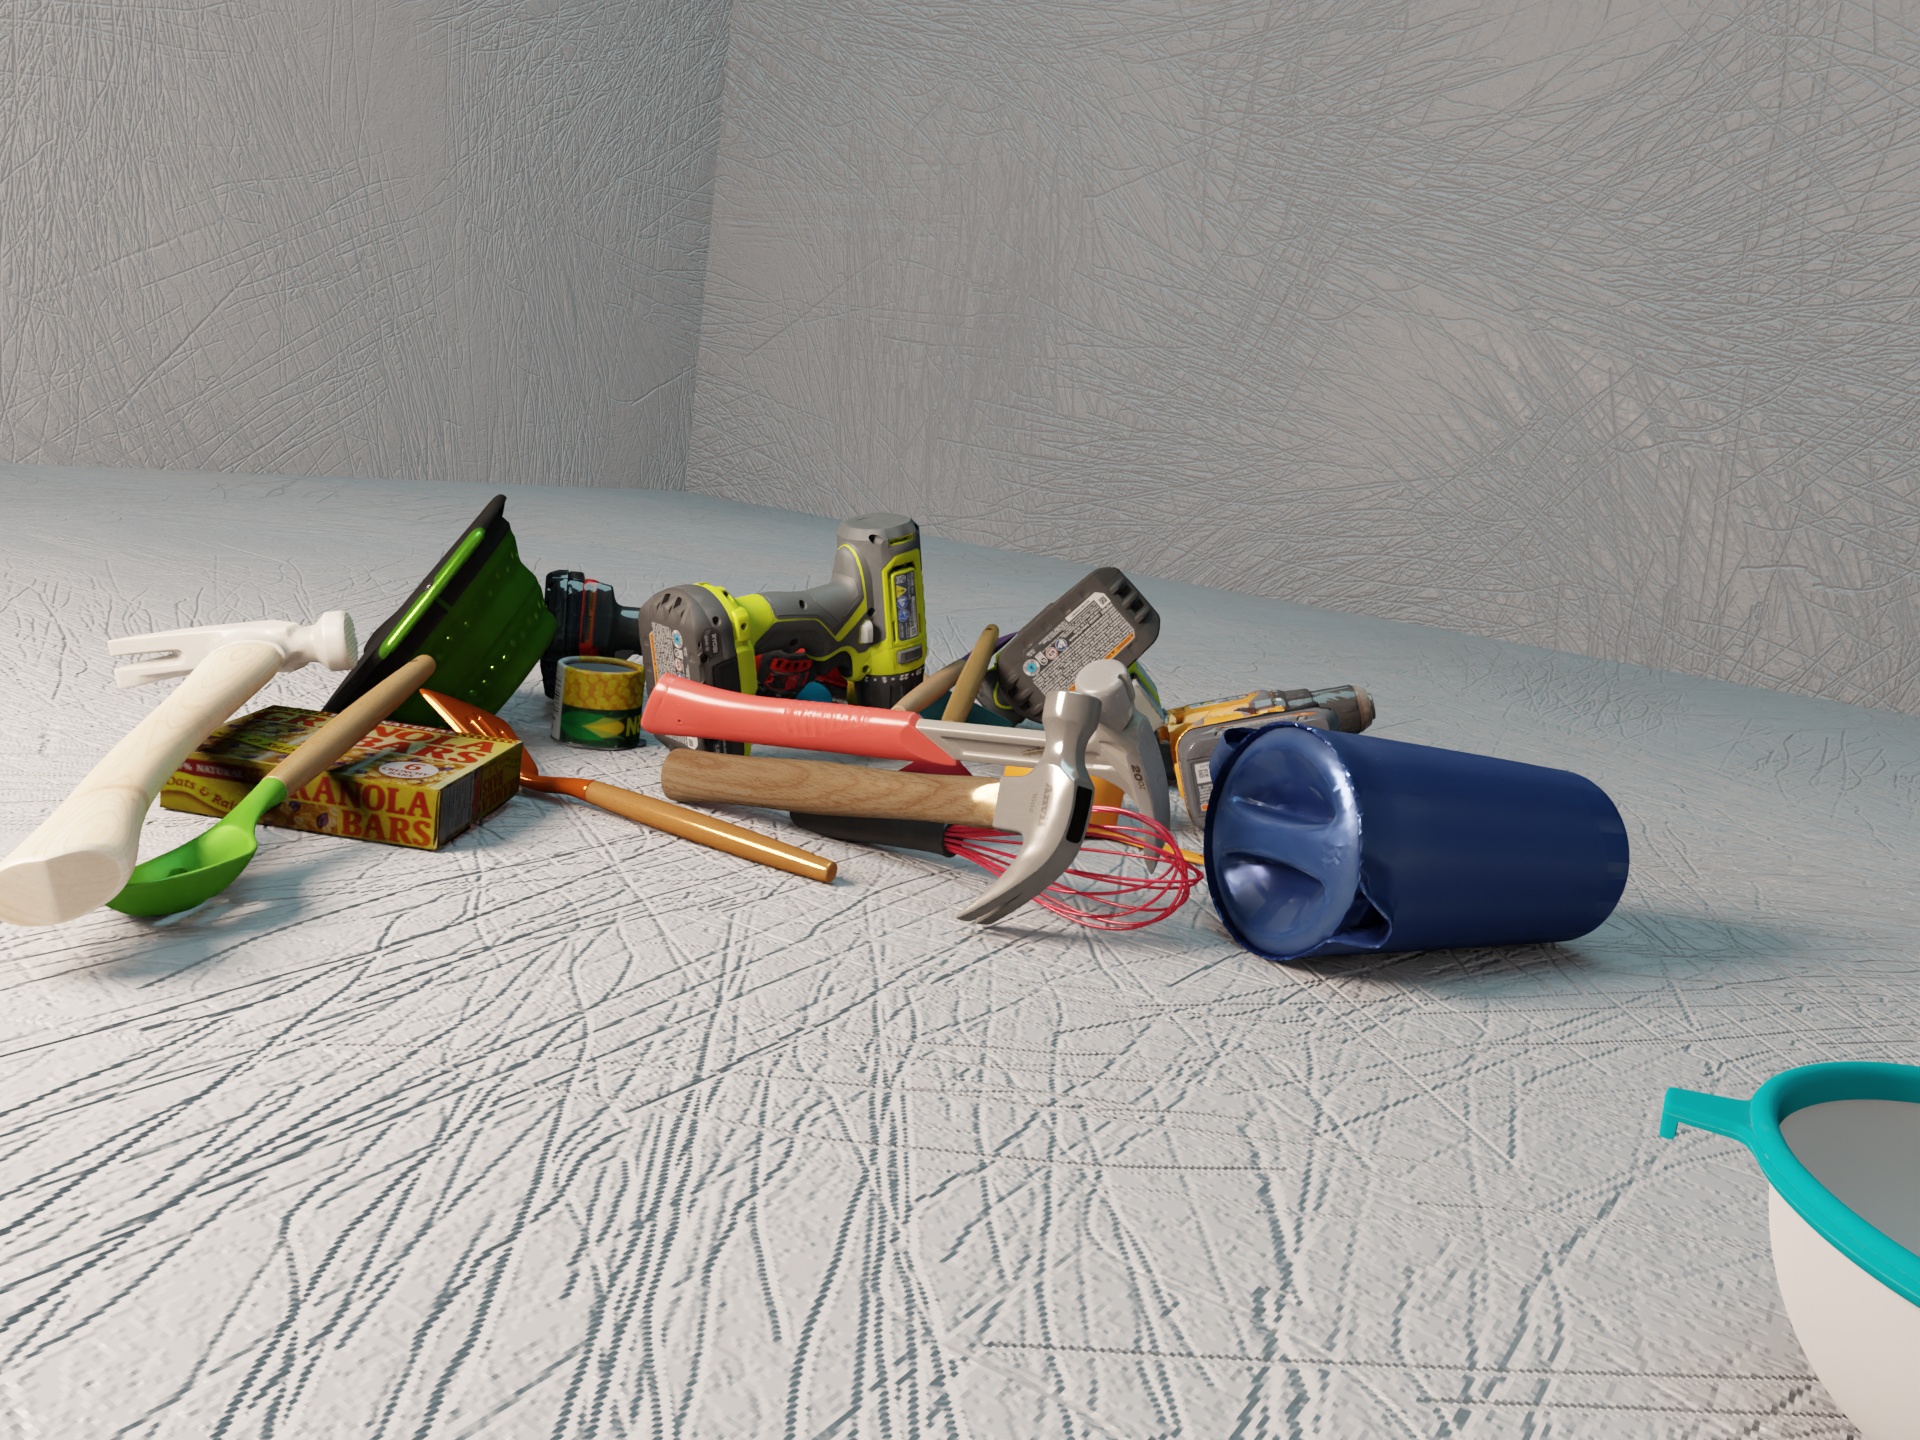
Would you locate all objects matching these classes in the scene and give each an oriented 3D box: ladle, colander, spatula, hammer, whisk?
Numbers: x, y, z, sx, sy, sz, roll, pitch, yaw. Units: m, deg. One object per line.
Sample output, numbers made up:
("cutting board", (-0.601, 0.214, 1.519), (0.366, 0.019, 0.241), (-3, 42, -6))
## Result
("ladle", (-0.002, -0.004, 1.153), (0.069, 0.031, 0.316), (0, 27, 11))
("colander", (-0.392, -0.052, 1.212), (0.094, 0.204, 0.397), (39, -18, -19))
("spatula", (-0.004, -0.038, 1.277), (0.060, 0.018, 0.316), (-29, 4, 19))
("spatula", (-0.017, -0.024, 1.458), (0.082, 0.044, 0.318), (26, 6, -10))
("hammer", (-0.426, 0.011, 0.832), (0.146, 0.038, 0.411), (-7, 18, -9))
("hammer", (-0.046, 0.015, 1.003), (0.359, 0.149, 0.037), (5, 45, 27))
("spatula", (-0.209, 0.042, 0.994), (0.323, 0.041, 0.081), (15, -8, 28))
("hammer", (-0.063, 0.045, 0.950), (0.331, 0.130, 0.031), (2, -12, 40))
("whisk", (0.011, 0.074, 0.954), (0.296, 0.073, 0.073), (7, 9, 35))

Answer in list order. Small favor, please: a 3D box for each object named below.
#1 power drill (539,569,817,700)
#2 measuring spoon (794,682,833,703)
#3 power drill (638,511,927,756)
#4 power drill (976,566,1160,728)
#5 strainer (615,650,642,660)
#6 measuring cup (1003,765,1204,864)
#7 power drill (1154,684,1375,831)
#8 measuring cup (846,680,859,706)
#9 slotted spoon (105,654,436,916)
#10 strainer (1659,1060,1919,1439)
("power drill", (-0.226, -0.056, 1.315), (0.226, 0.080, 0.188), (3, -16, -11))
("measuring spoon", (-0.110, -0.016, 1.402), (0.042, 0.021, 0.129), (0, 12, -35))
("power drill", (-0.117, -0.041, 1.194), (0.228, 0.190, 0.080), (-20, 27, -38))
("power drill", (0.092, -0.065, 1.349), (0.080, 0.171, 0.223), (48, -1, -3))
("strainer", (-0.276, -0.059, 1.471), (0.258, 0.050, 0.087), (5, -20, -40))
("measuring cup", (0.108, 0.055, 1.106), (0.174, 0.052, 0.095), (17, 10, 30))
("power drill", (0.245, 0.018, 1.235), (0.185, 0.084, 0.226), (-11, 8, 4))
("measuring cup", (-0.066, -0.024, 1.482), (0.062, 0.029, 0.156), (10, 7, 9))
("slotted spoon", (-0.352, 0.026, 0.851), (0.070, 0.031, 0.314), (-8, 22, 11))
("strainer", (0.394, 0.195, 0.491), (0.340, 0.095, 0.211), (6, 14, -21))
